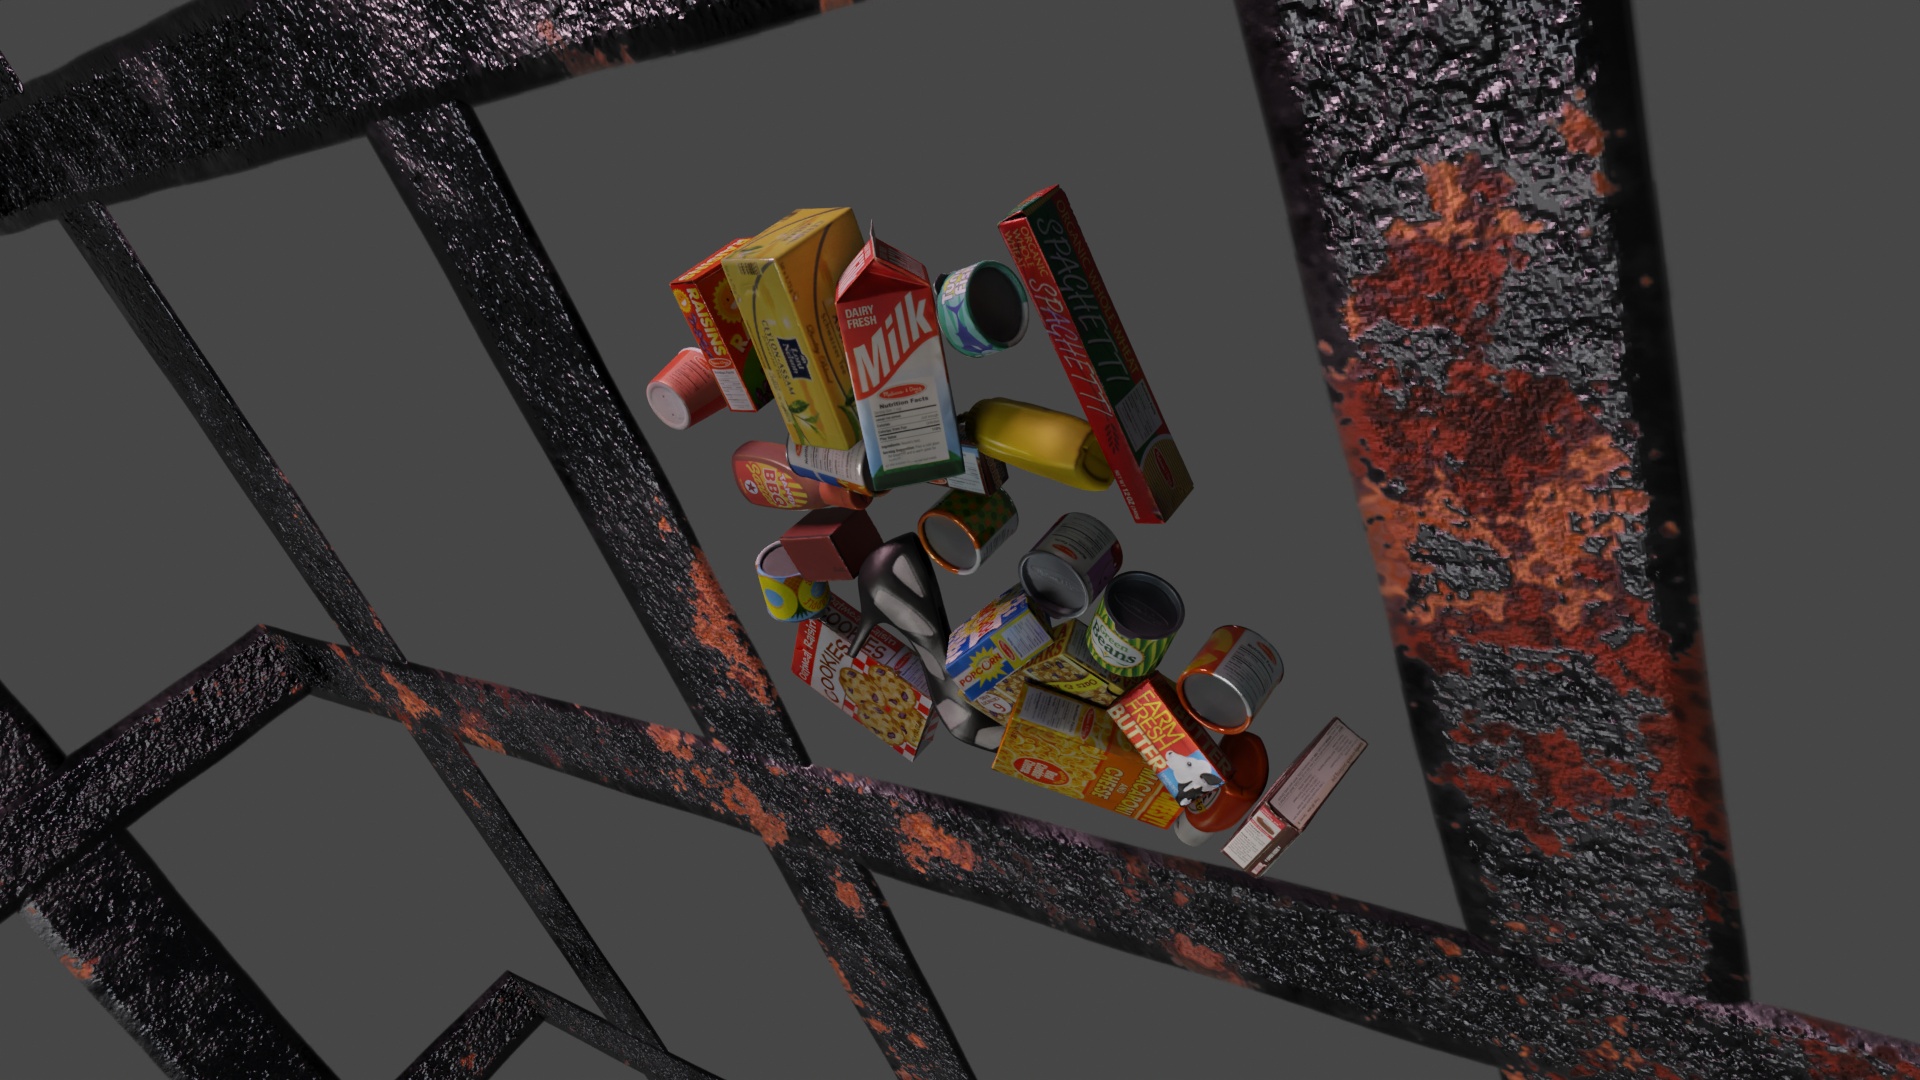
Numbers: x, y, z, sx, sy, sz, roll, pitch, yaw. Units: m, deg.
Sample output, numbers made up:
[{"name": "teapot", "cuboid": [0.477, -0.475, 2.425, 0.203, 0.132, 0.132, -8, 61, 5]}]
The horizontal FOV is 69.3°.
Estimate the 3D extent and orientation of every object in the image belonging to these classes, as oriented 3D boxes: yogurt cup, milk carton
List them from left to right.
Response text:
[{"name": "yogurt cup", "cuboid": [-0.258, -0.140, 1.309, 0.072, 0.054, 0.072, 25, 139, 24]}, {"name": "milk carton", "cuboid": [-0.049, -0.142, 1.050, 0.073, 0.072, 0.189, -11, 113, 0]}]

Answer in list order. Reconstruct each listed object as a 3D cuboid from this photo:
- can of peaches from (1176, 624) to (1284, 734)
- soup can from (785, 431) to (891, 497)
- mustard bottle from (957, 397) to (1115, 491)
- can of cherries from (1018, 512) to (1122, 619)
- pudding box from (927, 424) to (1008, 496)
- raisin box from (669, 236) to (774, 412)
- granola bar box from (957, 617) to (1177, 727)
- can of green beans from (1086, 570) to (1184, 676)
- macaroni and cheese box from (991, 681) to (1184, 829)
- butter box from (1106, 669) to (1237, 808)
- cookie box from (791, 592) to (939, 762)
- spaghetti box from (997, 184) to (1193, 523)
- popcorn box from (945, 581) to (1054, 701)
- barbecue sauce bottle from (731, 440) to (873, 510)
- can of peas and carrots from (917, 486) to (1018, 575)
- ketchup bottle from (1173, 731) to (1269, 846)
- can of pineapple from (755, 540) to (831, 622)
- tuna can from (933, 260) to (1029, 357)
[{"name": "can of peaches", "cuboid": [0.211, 0.111, 1.093, 0.071, 0.058, 0.070, 25, 139, 24]}, {"name": "soup can", "cuboid": [-0.097, -0.078, 1.207, 0.084, 0.072, 0.071, 17, 135, 32]}, {"name": "mustard bottle", "cuboid": [0.049, -0.081, 1.064, 0.160, 0.049, 0.065, 23, 176, 43]}, {"name": "can of cherries", "cuboid": [0.089, 0.021, 1.125, 0.071, 0.059, 0.071, 25, 139, 24]}, {"name": "pudding box", "cuboid": [-0.005, -0.070, 1.152, 0.084, 0.030, 0.049, 13, 134, 36]}, {"name": "raisin box", "cuboid": [-0.180, -0.181, 1.167, 0.040, 0.086, 0.123, 6, 128, 43]}, {"name": "granola bar box", "cuboid": [0.093, 0.134, 1.212, 0.124, 0.039, 0.165, 33, 147, -19]}, {"name": "can of green beans", "cuboid": [0.139, 0.067, 1.114, 0.071, 0.071, 0.057, 35, 142, 14]}, {"name": "macaroni and cheese box", "cuboid": [0.119, 0.188, 1.203, 0.166, 0.040, 0.123, 19, 150, 3]}, {"name": "butter box", "cuboid": [0.168, 0.160, 1.115, 0.103, 0.024, 0.053, 53, 127, 4]}, {"name": "cookie box", "cuboid": [-0.095, 0.139, 1.430, 0.167, 0.040, 0.122, 35, 142, 14]}, {"name": "spaghetti box", "cuboid": [0.099, -0.127, 0.981, 0.028, 0.050, 0.249, -5, 120, 44]}, {"name": "popcorn box", "cuboid": [0.032, 0.081, 1.163, 0.038, 0.085, 0.127, 53, -174, -6]}, {"name": "barbecue sauce bottle", "cuboid": [-0.145, -0.056, 1.290, 0.148, 0.044, 0.064, 10, 131, 37]}, {"name": "can of peas and carrots", "cuboid": [0.004, -0.015, 1.172, 0.071, 0.059, 0.070, 25, 139, 25]}, {"name": "ketchup bottle", "cuboid": [0.220, 0.219, 1.188, 0.043, 0.065, 0.148, 11, 146, -2]}, {"name": "can of pineapple", "cuboid": [-0.164, 0.039, 1.380, 0.071, 0.071, 0.057, 18, 136, 31]}, {"name": "tuna can", "cuboid": [0.015, -0.170, 1.006, 0.032, 0.071, 0.071, -10, 117, 47]}]
